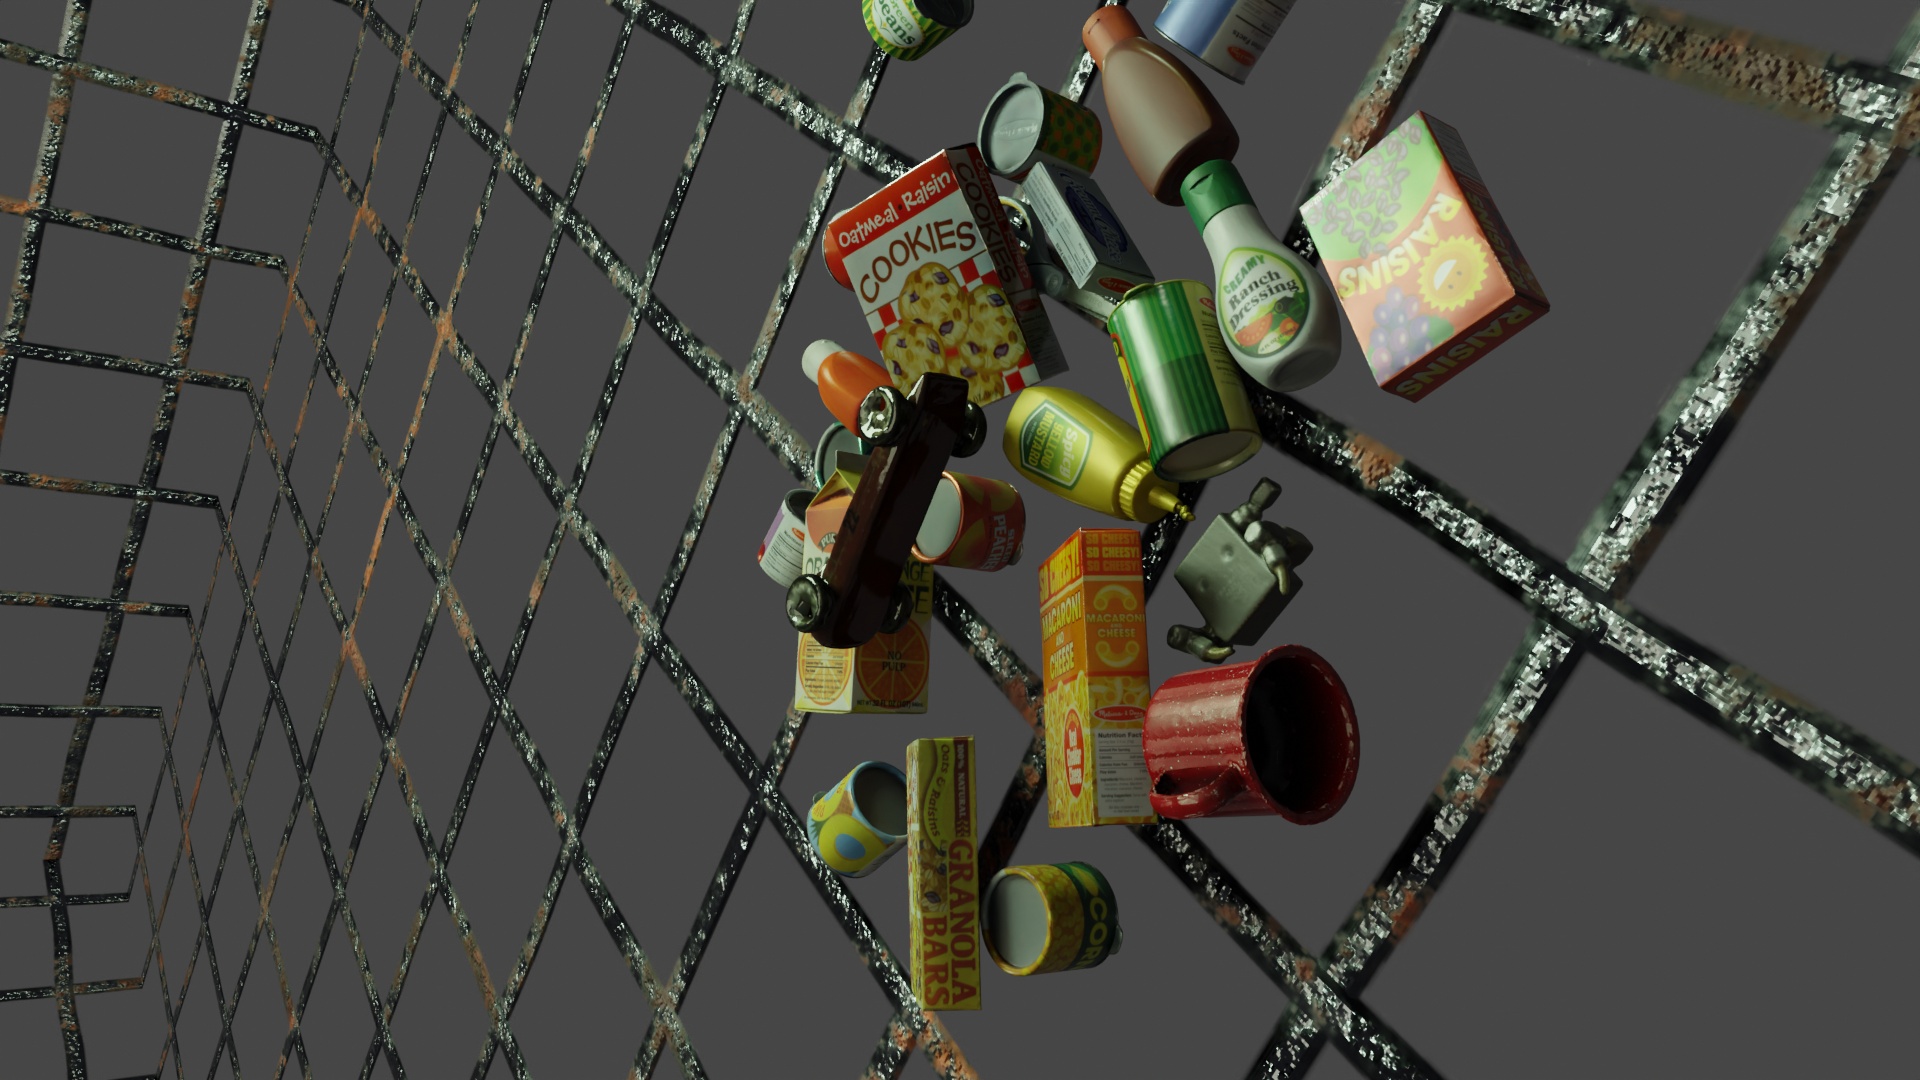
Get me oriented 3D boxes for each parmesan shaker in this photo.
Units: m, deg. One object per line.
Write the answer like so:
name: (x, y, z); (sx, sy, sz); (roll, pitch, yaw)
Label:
parmesan shaker: (0.130, -0.094, 0.820); (0.071, 0.071, 0.103); (-35, 58, 40)

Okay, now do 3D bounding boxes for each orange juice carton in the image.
orange juice carton: (-0.070, 0.032, 1.029); (0.073, 0.072, 0.193); (-5, 80, 49)

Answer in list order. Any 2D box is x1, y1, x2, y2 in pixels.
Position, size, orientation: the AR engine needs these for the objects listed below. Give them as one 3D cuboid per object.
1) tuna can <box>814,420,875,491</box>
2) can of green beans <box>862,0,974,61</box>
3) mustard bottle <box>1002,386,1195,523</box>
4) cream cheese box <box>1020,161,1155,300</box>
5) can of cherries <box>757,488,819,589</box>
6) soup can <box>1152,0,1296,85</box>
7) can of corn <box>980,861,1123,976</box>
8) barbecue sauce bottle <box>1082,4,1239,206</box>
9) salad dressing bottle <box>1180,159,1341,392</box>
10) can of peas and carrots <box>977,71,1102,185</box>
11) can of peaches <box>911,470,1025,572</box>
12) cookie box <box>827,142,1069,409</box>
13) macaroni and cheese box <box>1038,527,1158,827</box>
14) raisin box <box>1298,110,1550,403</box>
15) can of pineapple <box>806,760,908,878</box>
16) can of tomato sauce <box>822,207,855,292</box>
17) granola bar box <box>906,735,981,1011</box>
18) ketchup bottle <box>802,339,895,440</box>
tuna can: (-0.083, -0.059, 1.090); (0.071, 0.033, 0.071); (-11, 75, 48)
can of green beans: (-0.033, -0.412, 1.069); (0.057, 0.071, 0.071); (-18, 70, 47)
mustard bottle: (0.091, -0.048, 0.875); (0.160, 0.049, 0.065); (34, 112, 47)
cream cheese box: (0.082, -0.202, 0.909); (0.024, 0.053, 0.104); (-50, 50, 34)
can of cherries: (-0.118, 0.001, 1.100); (0.072, 0.071, 0.058); (51, 122, 41)
soup can: (0.163, -0.328, 0.827); (0.083, 0.071, 0.071); (-57, 46, 25)
can of corn: (0.056, 0.234, 0.858); (0.071, 0.058, 0.071); (-11, 76, 48)
barbecue sauce bottle: (0.121, -0.284, 0.887); (0.064, 0.044, 0.149); (-47, 51, 34)
salad dressing bottle: (0.170, -0.156, 0.806); (0.064, 0.044, 0.148); (-36, 57, 28)
can of peas and carrots: (0.055, -0.276, 0.950); (0.071, 0.059, 0.071); (-12, 74, 47)
can of peaches: (0.003, -0.012, 0.963); (0.071, 0.058, 0.071); (-12, 74, 48)
cookie box: (-0.010, -0.172, 0.967); (0.122, 0.040, 0.167); (-21, 93, 41)
macaroni and cheese box: (0.080, 0.086, 0.830); (0.123, 0.040, 0.166); (124, 145, -75)
raisin box: (0.240, -0.148, 0.728); (0.085, 0.040, 0.124); (-38, 55, 38)
can of pineapple: (-0.069, 0.200, 1.002); (0.057, 0.071, 0.071); (-45, 52, 34)
can of tomato sauce: (-0.054, -0.225, 1.062); (0.083, 0.071, 0.071); (4, 87, 49)
granola bar box: (-0.013, 0.214, 0.909); (0.124, 0.039, 0.166); (113, 156, -77)
ketchup bottle: (-0.081, -0.119, 1.080); (0.149, 0.065, 0.043); (43, 128, 54)
